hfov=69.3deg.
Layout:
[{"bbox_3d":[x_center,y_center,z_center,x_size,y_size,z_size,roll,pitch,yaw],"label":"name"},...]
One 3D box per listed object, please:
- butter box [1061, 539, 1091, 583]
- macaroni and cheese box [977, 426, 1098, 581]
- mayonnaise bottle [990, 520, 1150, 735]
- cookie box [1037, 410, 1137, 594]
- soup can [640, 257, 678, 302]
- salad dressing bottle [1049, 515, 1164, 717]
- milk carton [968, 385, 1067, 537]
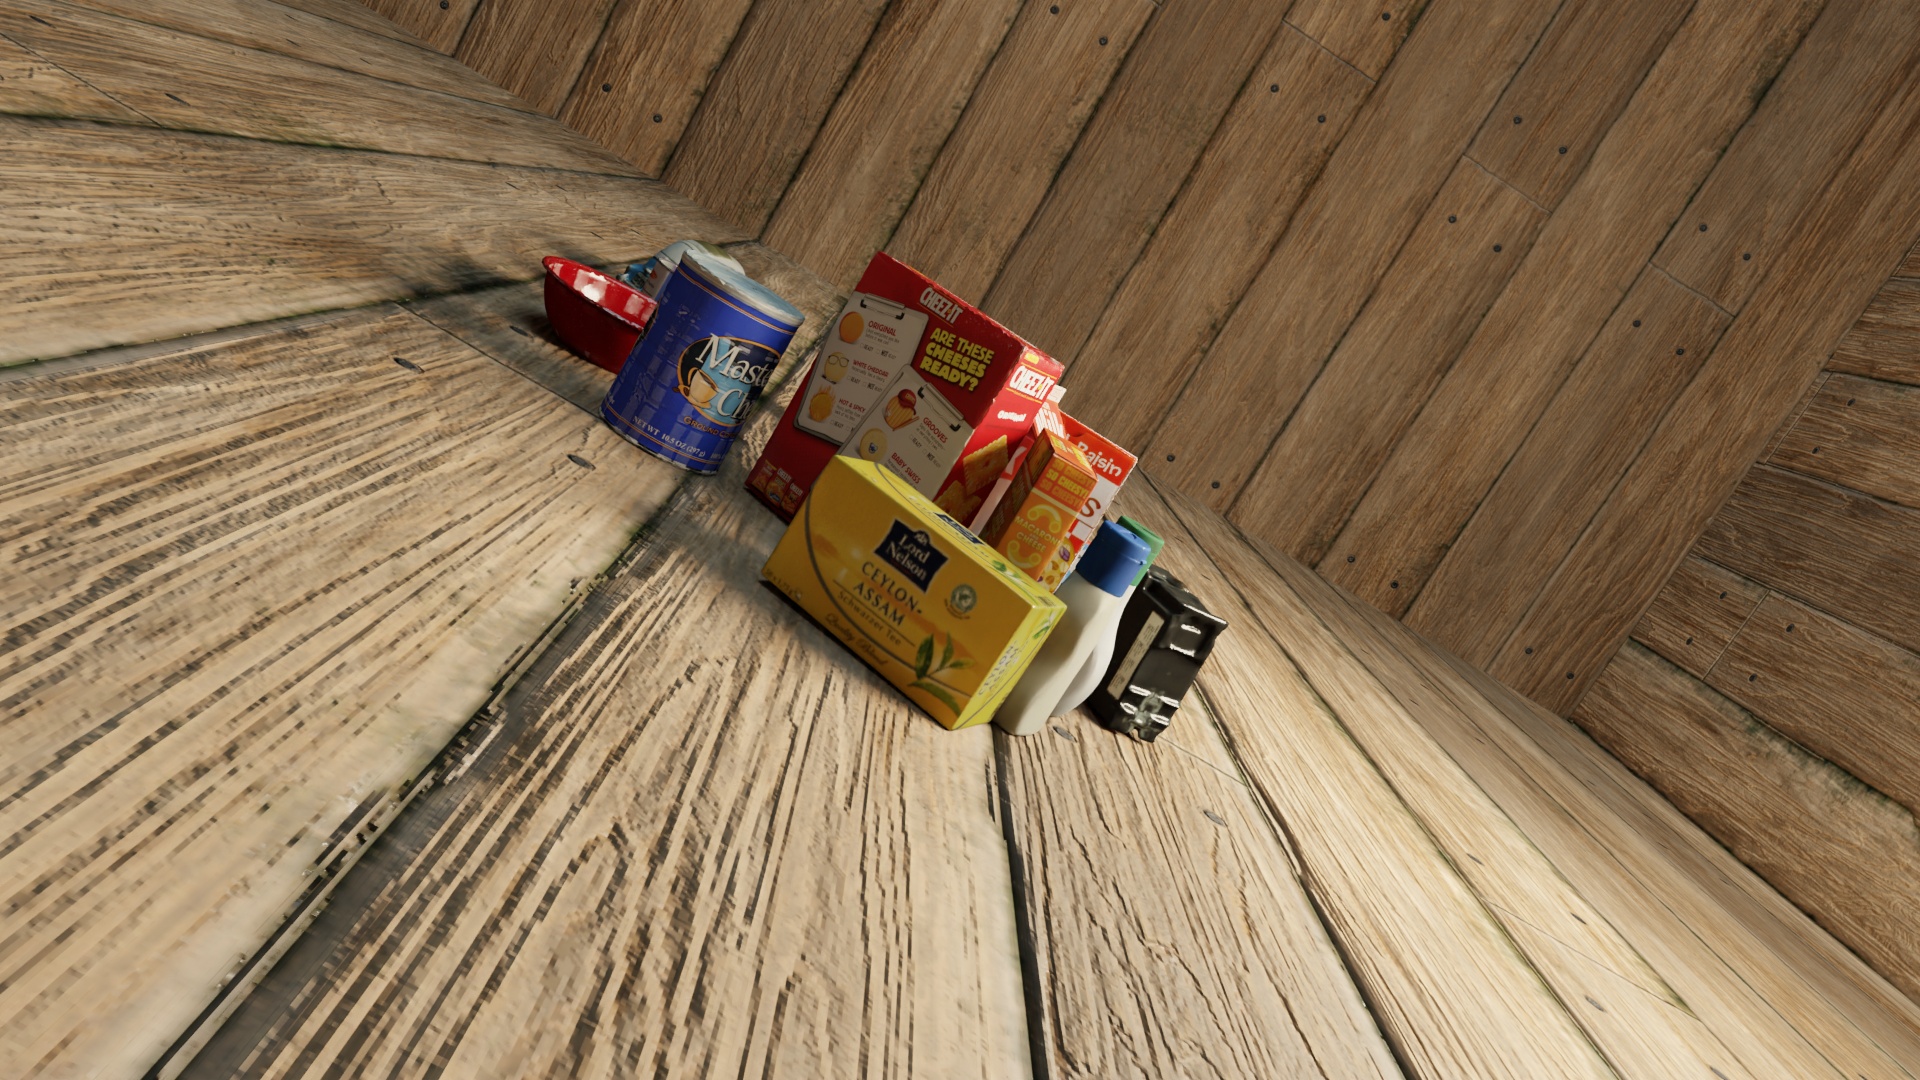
[{"bbox_3d":[0.102,0.011,1.447,0.103,0.053,0.024,33,11,8],"label":"butter box"},{"bbox_3d":[0.036,0.007,0.993,0.040,0.166,0.124,30,11,-6],"label":"macaroni and cheese box"},{"bbox_3d":[0.070,0.057,0.909,0.041,0.147,0.065,35,11,17],"label":"mayonnaise bottle"},{"bbox_3d":[0.063,-0.035,1.246,0.123,0.167,0.040,32,10,4],"label":"cookie box"},{"bbox_3d":[-0.283,-0.222,1.356,0.071,0.083,0.071,30,11,-6],"label":"soup can"},{"bbox_3d":[0.090,0.053,0.982,0.064,0.147,0.044,36,11,24],"label":"salad dressing bottle"},{"bbox_3d":[0.022,-0.048,1.132,0.073,0.190,0.072,36,11,23],"label":"milk carton"}]
